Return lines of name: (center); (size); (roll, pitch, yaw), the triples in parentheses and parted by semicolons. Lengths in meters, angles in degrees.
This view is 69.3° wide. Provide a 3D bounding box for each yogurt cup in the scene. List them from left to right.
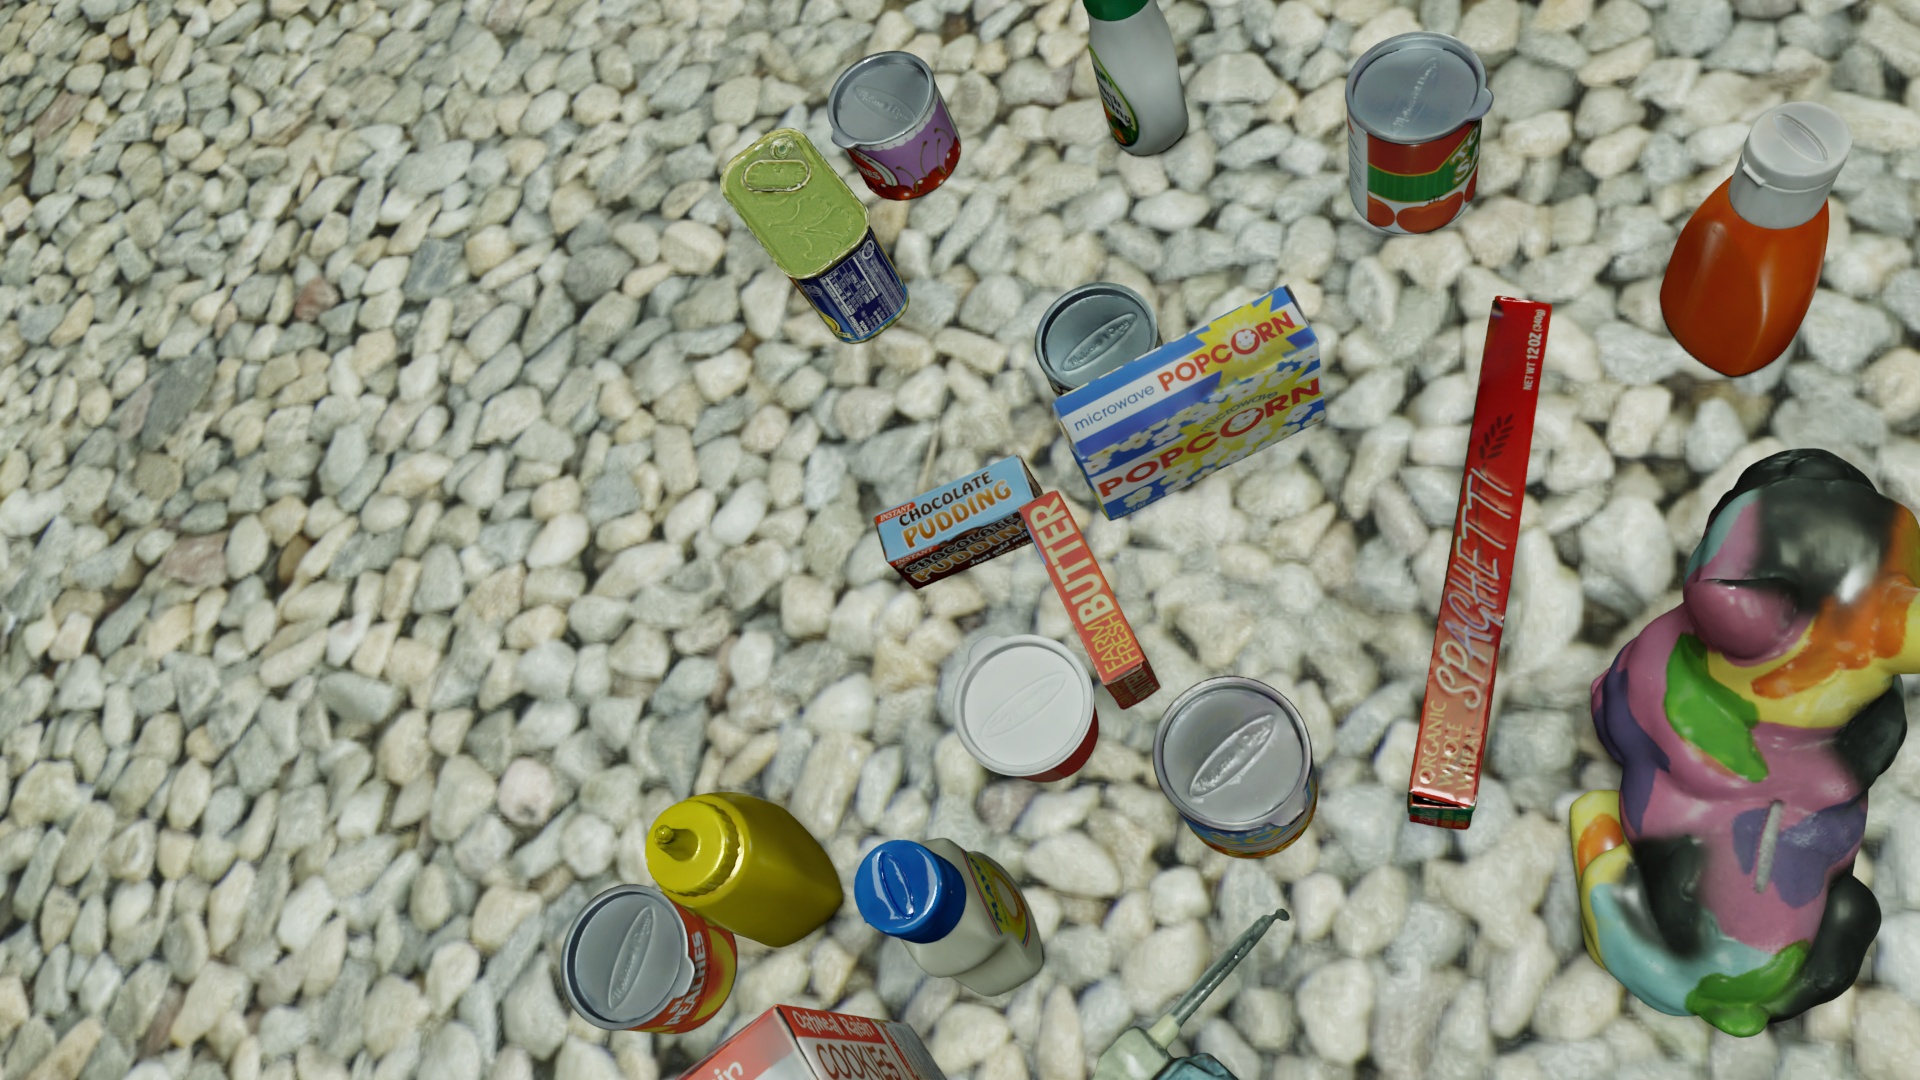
yogurt cup: (0.035, 0.085, 0.670); (0.072, 0.054, 0.072); (-6, 67, 15)

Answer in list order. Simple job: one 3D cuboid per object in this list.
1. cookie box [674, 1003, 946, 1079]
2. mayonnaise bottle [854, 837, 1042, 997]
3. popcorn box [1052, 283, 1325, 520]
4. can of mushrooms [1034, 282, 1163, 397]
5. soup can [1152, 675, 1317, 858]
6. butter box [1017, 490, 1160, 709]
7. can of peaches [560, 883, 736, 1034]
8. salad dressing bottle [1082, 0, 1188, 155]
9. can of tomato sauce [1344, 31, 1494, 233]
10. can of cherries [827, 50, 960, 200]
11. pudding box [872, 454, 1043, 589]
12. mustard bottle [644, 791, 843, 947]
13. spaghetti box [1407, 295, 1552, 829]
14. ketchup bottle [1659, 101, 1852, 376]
cookie box: (-0.084, 0.249, 0.575); (0.123, 0.167, 0.040); (-40, 63, -1)
mayonnaise bottle: (-0.004, 0.159, 0.599); (0.041, 0.147, 0.065); (-28, 64, 4)
popcorn box: (0.115, -0.065, 0.691); (0.126, 0.085, 0.038); (-26, 64, 5)
can of mushrooms: (0.077, -0.100, 0.746); (0.071, 0.033, 0.071); (-6, 67, 14)
soup can: (0.126, 0.105, 0.618); (0.071, 0.083, 0.071); (-6, 67, 15)
butter box: (0.064, 0.029, 0.685); (0.024, 0.053, 0.104); (-27, 63, 5)
can of peaches: (-0.148, 0.205, 0.674); (0.071, 0.058, 0.071); (-6, 67, 15)
salad dressing bottle: (0.090, -0.269, 0.747); (0.044, 0.147, 0.064); (-28, 64, 5)
can of tomato sauce: (0.235, -0.207, 0.714); (0.071, 0.083, 0.071); (-6, 67, 15)
can of cherries: (-0.040, -0.244, 0.826); (0.071, 0.058, 0.072); (-6, 67, 15)
pudding box: (0.003, -0.009, 0.721); (0.083, 0.049, 0.030); (-22, 64, 7)
mustard bottle: (-0.104, 0.145, 0.628); (0.049, 0.160, 0.065); (-39, 63, -1)
spaghetti box: (0.240, 0.008, 0.642); (0.029, 0.050, 0.251); (9, 71, 20)
ketchup bottle: (0.350, -0.131, 0.612); (0.043, 0.148, 0.065); (-30, 63, 4)
